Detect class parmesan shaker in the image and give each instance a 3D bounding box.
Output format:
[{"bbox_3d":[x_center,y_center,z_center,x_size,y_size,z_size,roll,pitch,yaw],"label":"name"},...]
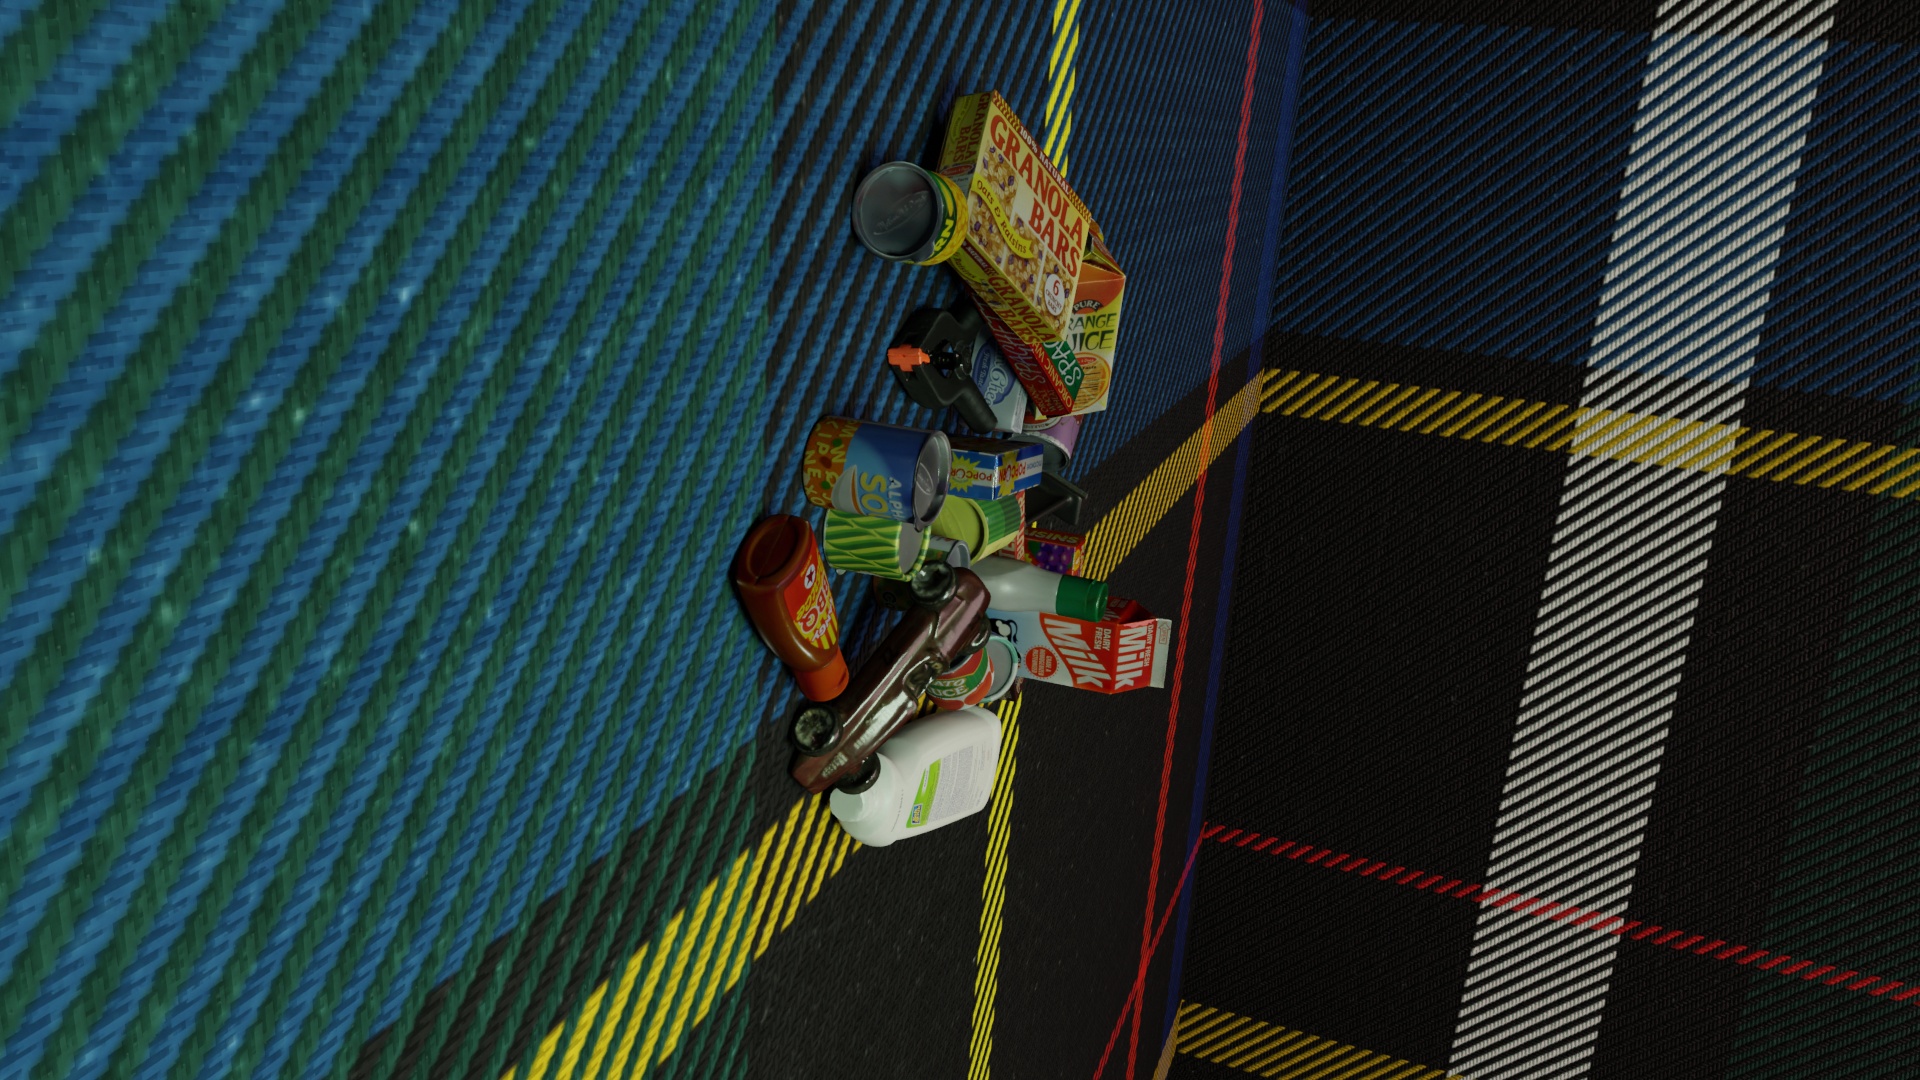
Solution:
[{"bbox_3d":[0.004,-0.015,1.179,0.103,0.071,0.071,-27,124,-70],"label":"parmesan shaker"}]

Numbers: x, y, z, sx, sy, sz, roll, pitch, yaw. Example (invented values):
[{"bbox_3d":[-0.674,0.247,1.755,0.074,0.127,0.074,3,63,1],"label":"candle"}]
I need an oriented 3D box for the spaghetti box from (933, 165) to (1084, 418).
[{"bbox_3d":[0.039,-0.198,1.137,0.249,0.028,0.050,53,47,-43],"label":"spaghetti box"}]

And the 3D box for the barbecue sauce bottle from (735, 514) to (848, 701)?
[{"bbox_3d":[-0.107,0.051,0.917,0.147,0.044,0.065,77,28,-49],"label":"barbecue sauce bottle"}]

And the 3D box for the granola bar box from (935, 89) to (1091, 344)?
[{"bbox_3d":[0.039,-0.245,1.073,0.165,0.039,0.124,37,59,-51],"label":"granola bar box"}]

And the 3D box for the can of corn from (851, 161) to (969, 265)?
[{"bbox_3d":[-0.032,-0.222,0.958,0.058,0.071,0.071,-21,119,-69],"label":"can of corn"}]

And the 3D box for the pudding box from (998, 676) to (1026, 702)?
[{"bbox_3d":[0.056,0.120,1.450,0.049,0.030,0.084,80,27,-44],"label":"pudding box"}]

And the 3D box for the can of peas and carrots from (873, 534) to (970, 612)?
[{"bbox_3d":[-0.031,0.029,1.105,0.071,0.059,0.071,10,91,-71],"label":"can of peas and carrots"}]

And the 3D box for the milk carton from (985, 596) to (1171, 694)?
[{"bbox_3d":[0.104,0.092,1.323,0.074,0.190,0.072,-38,135,-64],"label":"milk carton"}]

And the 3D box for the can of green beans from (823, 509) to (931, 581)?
[{"bbox_3d":[-0.059,-0.007,1.004,0.071,0.058,0.071,9,91,-71],"label":"can of green beans"}]

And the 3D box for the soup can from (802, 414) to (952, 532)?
[{"bbox_3d":[-0.057,-0.046,0.949,0.071,0.084,0.071,9,91,-71],"label":"soup can"}]

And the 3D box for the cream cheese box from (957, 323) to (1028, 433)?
[{"bbox_3d":[0.035,-0.147,1.218,0.024,0.053,0.104,29,71,-68],"label":"cream cheese box"}]

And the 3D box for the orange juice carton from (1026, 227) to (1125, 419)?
[{"bbox_3d":[0.098,-0.209,1.262,0.072,0.073,0.191,-112,-161,-44],"label":"orange juice carton"}]

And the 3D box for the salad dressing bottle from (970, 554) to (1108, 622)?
[{"bbox_3d":[0.054,0.041,1.219,0.064,0.148,0.043,-40,137,-62],"label":"salad dressing bottle"}]

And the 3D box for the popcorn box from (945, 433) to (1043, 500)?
[{"bbox_3d":[0.009,-0.062,1.135,0.127,0.085,0.038,-22,119,-68],"label":"popcorn box"}]

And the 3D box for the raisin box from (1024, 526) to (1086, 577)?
[{"bbox_3d":[0.076,0.051,1.386,0.040,0.086,0.123,-37,134,-62],"label":"raisin box"}]

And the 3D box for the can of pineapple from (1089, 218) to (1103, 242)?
[{"bbox_3d":[0.097,-0.272,1.315,0.070,0.071,0.058,69,35,-57],"label":"can of pineapple"}]

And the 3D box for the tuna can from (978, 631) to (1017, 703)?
[{"bbox_3d":[0.017,0.113,1.279,0.071,0.033,0.071,-10,108,-30],"label":"tuna can"}]

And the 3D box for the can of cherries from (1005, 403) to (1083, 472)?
[{"bbox_3d":[0.081,-0.109,1.351,0.071,0.071,0.058,67,37,-58],"label":"can of cherries"}]

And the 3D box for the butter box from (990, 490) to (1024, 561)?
[{"bbox_3d":[0.031,-0.005,1.278,0.024,0.053,0.103,-51,146,-52],"label":"butter box"}]

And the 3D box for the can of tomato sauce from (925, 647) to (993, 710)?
[{"bbox_3d":[-0.011,0.102,1.189,0.082,0.071,0.071,67,37,-59],"label":"can of tomato sauce"}]
